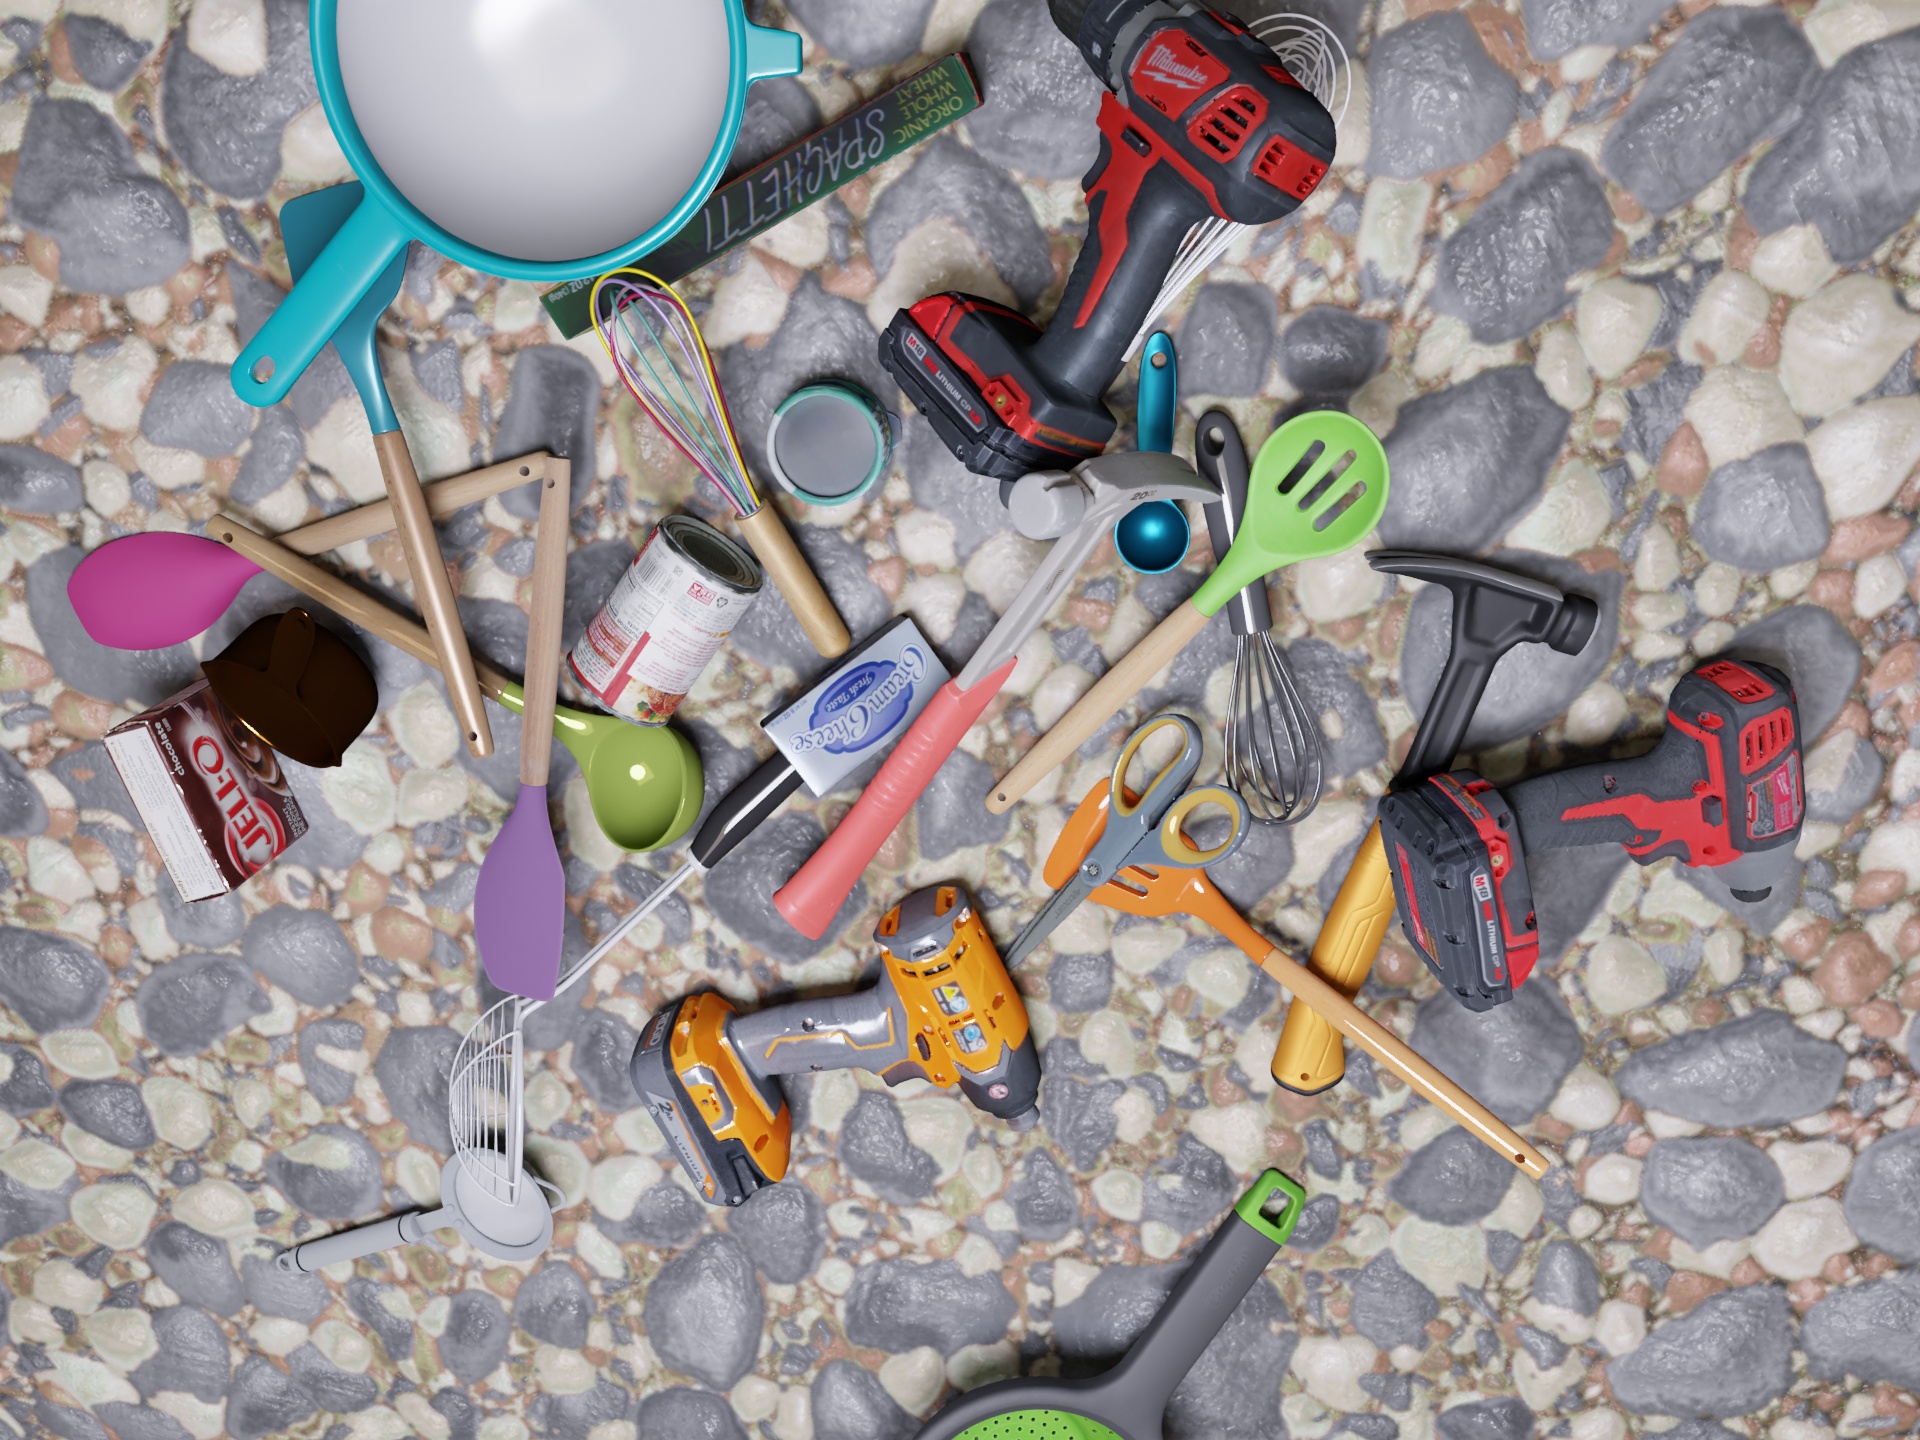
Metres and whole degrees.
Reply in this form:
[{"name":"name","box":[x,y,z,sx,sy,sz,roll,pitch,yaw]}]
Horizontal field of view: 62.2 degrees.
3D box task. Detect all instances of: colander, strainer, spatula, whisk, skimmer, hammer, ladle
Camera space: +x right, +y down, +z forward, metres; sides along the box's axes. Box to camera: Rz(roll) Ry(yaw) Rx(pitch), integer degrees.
[{"name":"colander","box":[0.090,0.449,1.047,0.204,0.094,0.397,36,91,-7]},{"name":"strainer","box":[-0.360,0.335,1.066,0.258,0.050,0.087,-20,101,18]},{"name":"spatula","box":[-0.299,-0.133,0.869,0.082,0.044,0.317,-10,103,8]},{"name":"whisk","box":[-0.120,-0.131,0.846,0.047,0.051,0.244,-31,121,-2]},{"name":"skimmer","box":[-0.180,0.140,0.959,0.363,0.127,0.090,-43,118,6]},{"name":"strainer","box":[-0.243,-0.285,0.800,0.340,0.095,0.211,-42,99,18]},{"name":"spatula","box":[-0.238,0.010,0.888,0.060,0.018,0.315,13,106,15]},{"name":"spatula","box":[0.193,0.153,0.909,0.323,0.041,0.081,38,111,19]},{"name":"whisk","box":[0.157,-0.052,0.874,0.055,0.055,0.239,-10,104,9]},{"name":"hammer","box":[0.240,0.069,0.912,0.127,0.034,0.336,16,111,-1]},{"name":"whisk","box":[0.098,-0.224,0.812,0.070,0.070,0.284,32,114,-6]},{"name":"ladle","box":[-0.289,-0.027,0.910,0.320,0.062,0.078,31,107,-8]},{"name":"hammer","box":[-0.001,-0.003,0.874,0.037,0.149,0.359,50,126,20]}]

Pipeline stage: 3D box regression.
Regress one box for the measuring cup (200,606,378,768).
[{"name":"measuring cup","box":[-0.361,-0.036,0.883,0.095,0.052,0.173,38,144,-9]}]

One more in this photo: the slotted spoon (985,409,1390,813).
[{"name":"slotted spoon","box":[0.111,-0.046,0.859,0.070,0.031,0.313,48,121,7]}]

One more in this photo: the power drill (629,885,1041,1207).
[{"name":"power drill","box":[-0.066,0.212,0.972,0.226,0.084,0.164,-23,108,10]}]

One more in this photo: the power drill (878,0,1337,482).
[{"name":"power drill","box":[0.055,-0.244,0.769,0.226,0.080,0.188,-53,55,27]}]

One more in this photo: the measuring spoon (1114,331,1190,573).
[{"name":"measuring spoon","box":[0.107,-0.144,0.861,0.042,0.021,0.128,5,102,19]}]

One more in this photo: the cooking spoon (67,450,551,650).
[{"name":"cooking spoon","box":[-0.379,-0.104,0.919,0.319,0.017,0.068,-16,109,11]}]

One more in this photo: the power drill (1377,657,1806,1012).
[{"name":"power drill","box":[0.350,0.066,0.861,0.219,0.079,0.143,-21,117,-2]}]
